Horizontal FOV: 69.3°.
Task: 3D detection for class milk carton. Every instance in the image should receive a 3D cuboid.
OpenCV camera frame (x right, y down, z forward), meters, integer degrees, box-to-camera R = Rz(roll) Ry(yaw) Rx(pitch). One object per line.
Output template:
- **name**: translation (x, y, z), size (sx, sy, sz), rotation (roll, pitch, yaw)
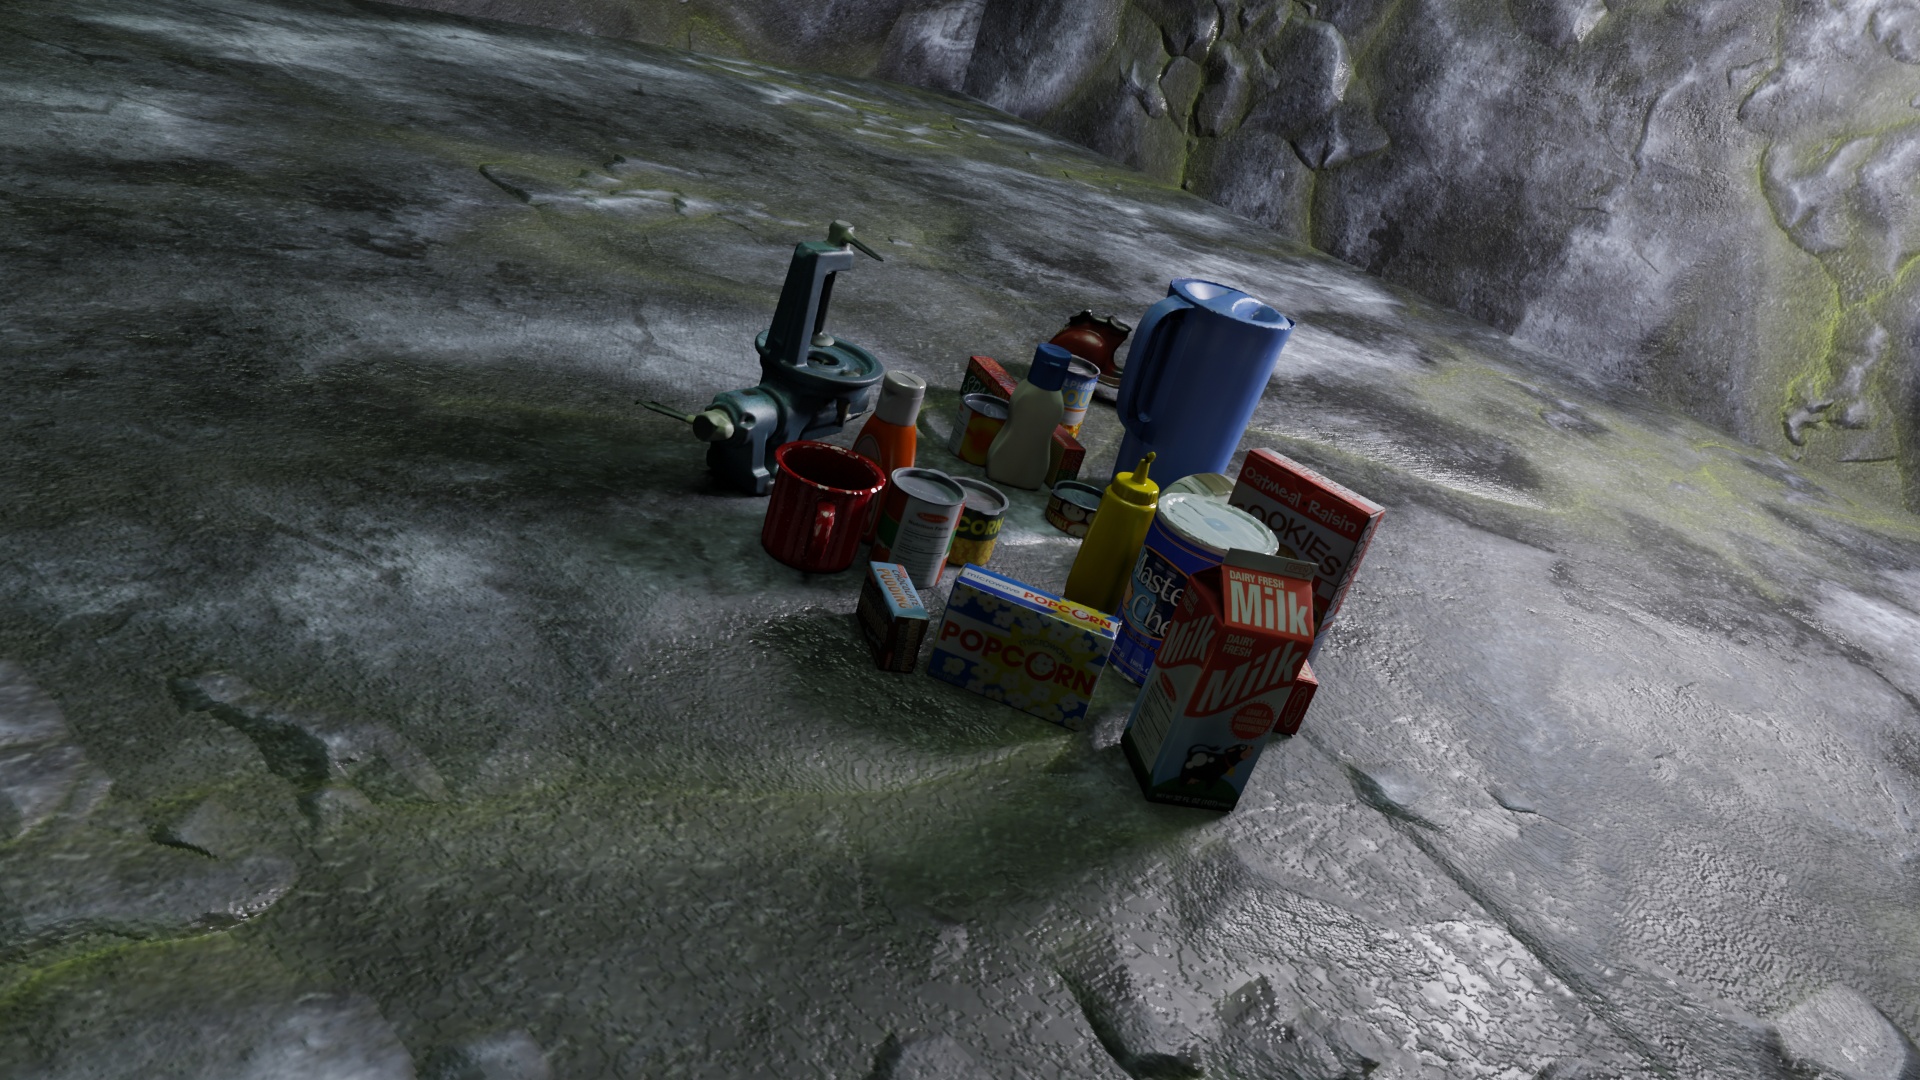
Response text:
- **milk carton**: translation (0.186, 0.092, 0.983), size (0.072, 0.189, 0.074), rotation (11, 25, -17)

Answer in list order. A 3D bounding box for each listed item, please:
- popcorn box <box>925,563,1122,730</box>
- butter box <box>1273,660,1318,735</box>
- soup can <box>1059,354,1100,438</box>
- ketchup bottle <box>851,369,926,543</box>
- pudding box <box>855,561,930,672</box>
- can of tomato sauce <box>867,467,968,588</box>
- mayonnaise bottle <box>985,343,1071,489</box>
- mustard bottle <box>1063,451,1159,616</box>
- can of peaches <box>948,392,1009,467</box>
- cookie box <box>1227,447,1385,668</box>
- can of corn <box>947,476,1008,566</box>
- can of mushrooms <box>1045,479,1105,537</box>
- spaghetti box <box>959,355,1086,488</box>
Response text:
- **popcorn box**: translation (0.046, 0.079, 1.041), size (0.127, 0.084, 0.038), rotation (20, 24, 5)
- **butter box**: translation (0.267, 0.112, 1.163), size (0.024, 0.053, 0.104), rotation (14, 25, -9)
- **soup can**: translation (0.119, -0.166, 1.608), size (0.071, 0.083, 0.071), rotation (15, 24, -7)
- **ketchup bottle**: translation (-0.067, -0.074, 1.208), size (0.044, 0.148, 0.065), rotation (-9, 36, -46)
- **pudding box**: translation (-0.052, 0.057, 1.062), size (0.030, 0.049, 0.084), rotation (8, 26, -22)
- **can of tomato sauce**: translation (-0.037, -0.011, 1.176), size (0.071, 0.082, 0.071), rotation (15, 24, -7)
- **mayonnaise bottle**: translation (0.074, -0.127, 1.416), size (0.065, 0.147, 0.041), rotation (13, 24, -11)
- **mustard bottle**: translation (0.136, -0.007, 1.194), size (0.049, 0.159, 0.065), rotation (28, 26, 22)
- **can of peaches**: translation (0.028, -0.116, 1.470), size (0.071, 0.057, 0.071), rotation (15, 24, -7)
- **cookie box**: translation (0.285, 0.018, 1.234), size (0.123, 0.166, 0.040), rotation (32, 27, 28)
- **can of corn**: translation (0.004, -0.016, 1.243), size (0.071, 0.058, 0.071), rotation (15, 24, -7)
- **can of mushrooms**: translation (0.118, -0.031, 1.385), size (0.071, 0.033, 0.071), rotation (15, 24, -7)
- **spaghetti box**: translation (0.065, -0.135, 1.547), size (0.029, 0.050, 0.251), rotation (4, 28, -29)
